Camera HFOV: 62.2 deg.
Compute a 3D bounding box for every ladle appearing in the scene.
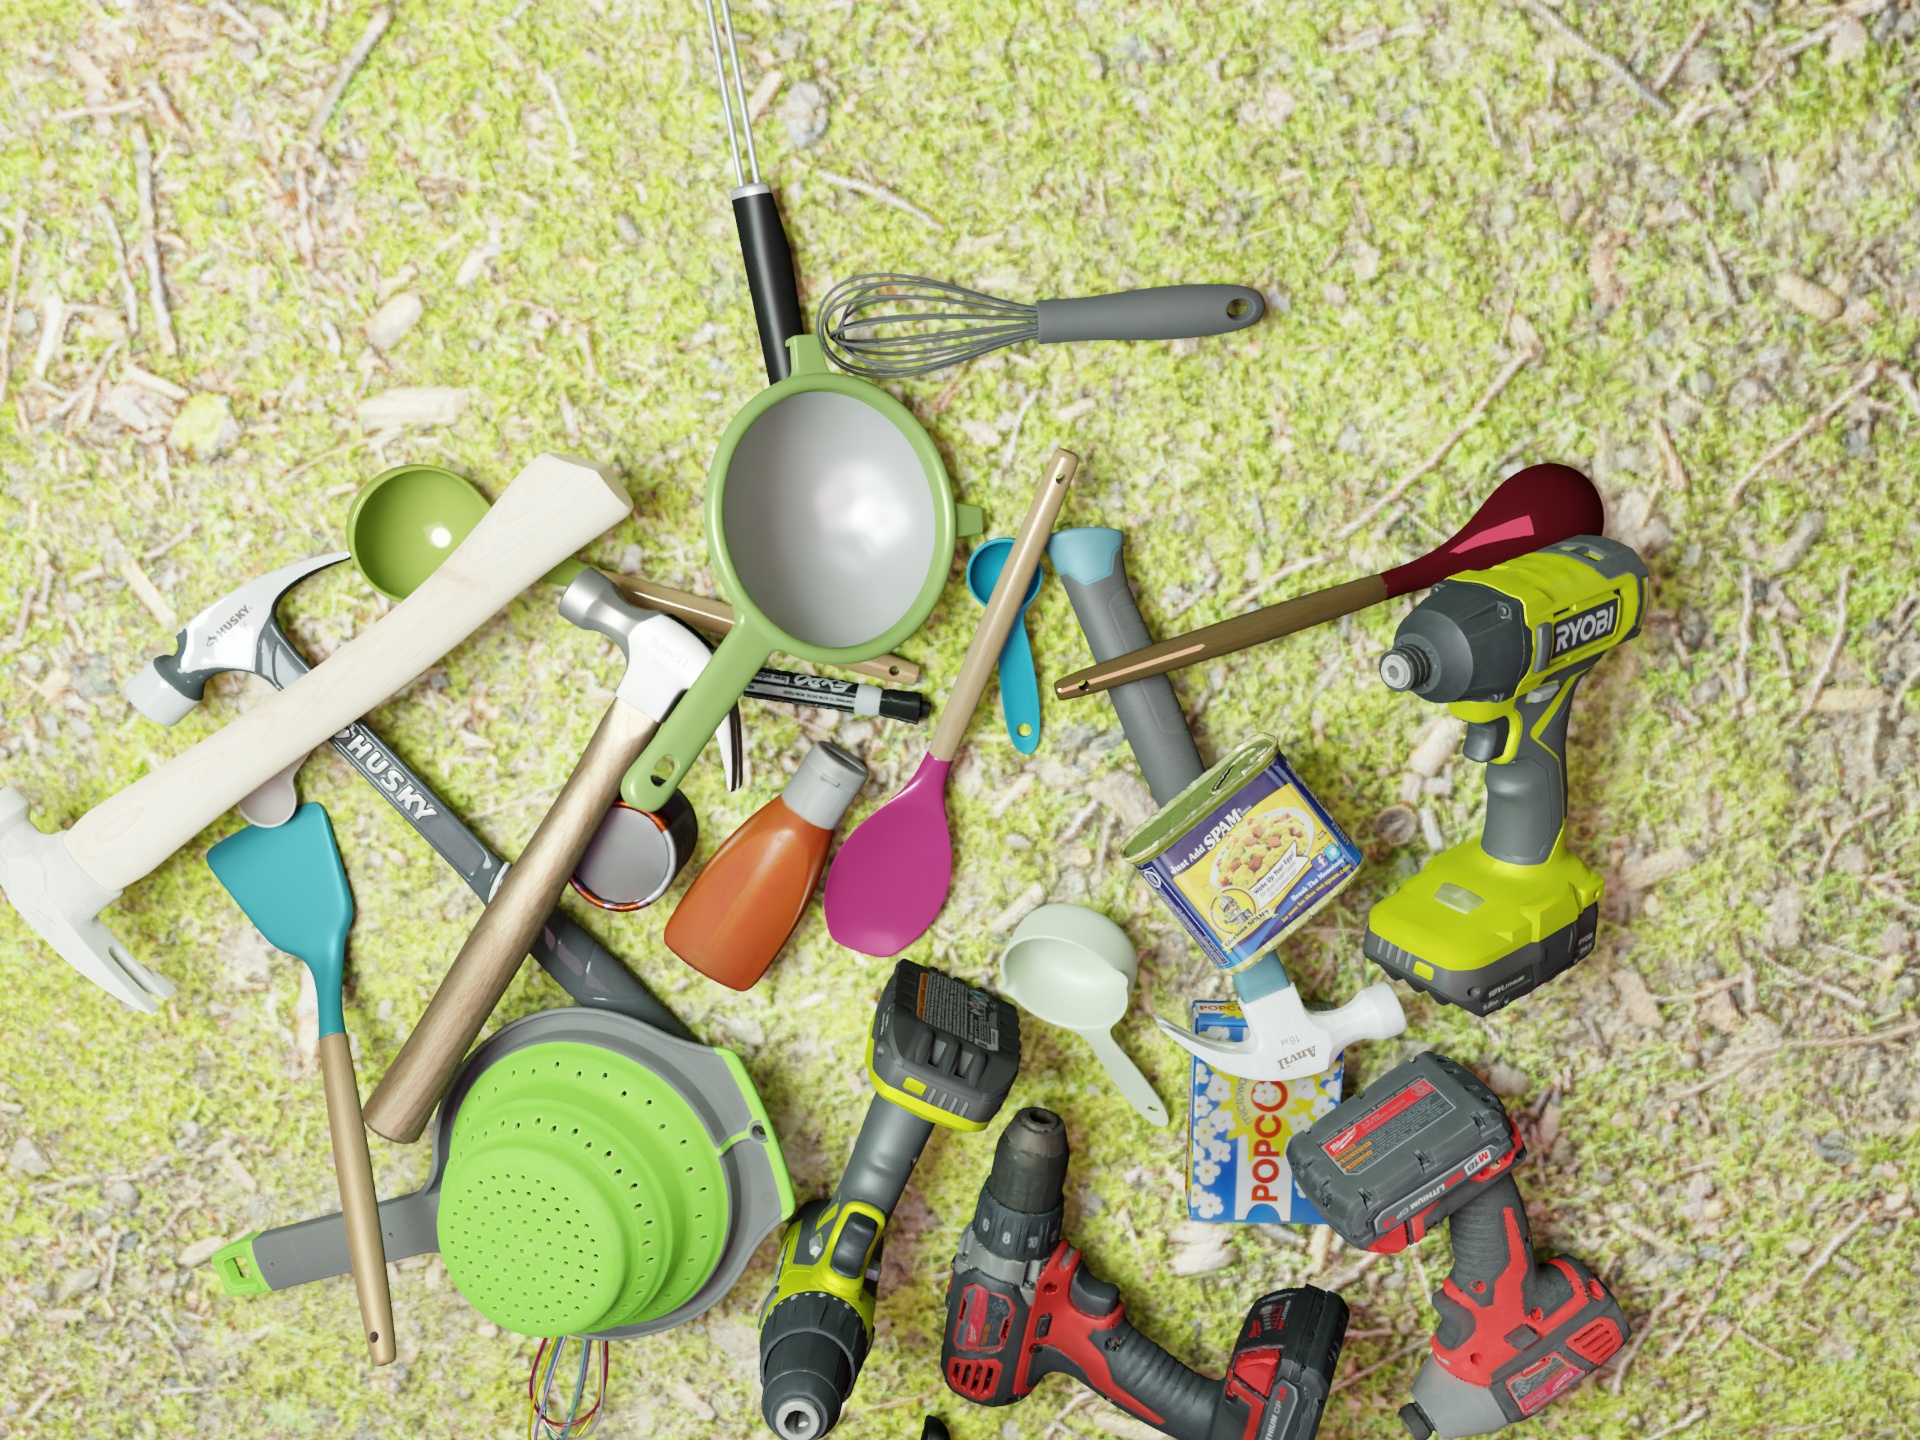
[{"bbox_3d":[-0.177,-0.067,0.878,0.320,0.062,0.078,16,102,-3],"label":"ladle"},{"bbox_3d":[0.200,-0.065,0.849,0.315,0.031,0.069,-18,104,-1],"label":"ladle"}]

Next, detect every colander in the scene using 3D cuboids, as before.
[{"bbox_3d":[-0.295,0.297,0.912,0.397,0.094,0.204,-18,96,17],"label":"colander"}]

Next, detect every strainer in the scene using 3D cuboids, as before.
[{"bbox_3d":[-0.107,-0.062,0.828,0.151,0.069,0.256,43,69,-29],"label":"strainer"}]

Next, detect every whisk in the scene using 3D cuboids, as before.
[{"bbox_3d":[0.042,-0.214,0.842,0.239,0.055,0.055,-4,102,-1],"label":"whisk"},{"bbox_3d":[-0.227,0.342,0.982,0.047,0.051,0.245,10,99,-21],"label":"whisk"}]

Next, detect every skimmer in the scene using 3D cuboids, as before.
[{"bbox_3d":[-0.138,-0.327,0.801,0.127,0.090,0.363,1,108,36],"label":"skimmer"}]

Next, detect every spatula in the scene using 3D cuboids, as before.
[{"bbox_3d":[-0.360,0.204,0.902,0.082,0.044,0.318,-23,67,8],"label":"spatula"}]

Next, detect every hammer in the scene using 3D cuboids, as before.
[{"bbox_3d":[-0.229,0.090,0.863,0.130,0.031,0.331,32,98,1],"label":"hammer"},{"bbox_3d":[-0.276,0.078,0.920,0.149,0.036,0.409,-42,100,1],"label":"hammer"},{"bbox_3d":[0.126,0.044,0.878,0.128,0.033,0.331,-23,93,0],"label":"hammer"},{"bbox_3d":[-0.340,0.000,0.854,0.410,0.038,0.146,-34,104,9],"label":"hammer"}]

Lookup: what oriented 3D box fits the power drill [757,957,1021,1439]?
[{"bbox_3d":[-0.048,0.264,0.879,0.080,0.190,0.228,24,98,-3],"label":"power drill"}]

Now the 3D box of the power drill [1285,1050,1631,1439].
[{"bbox_3d":[0.282,0.312,0.908,0.143,0.079,0.219,-33,110,-4],"label":"power drill"}]

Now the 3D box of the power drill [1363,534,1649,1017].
[{"bbox_3d":[0.272,0.029,0.817,0.171,0.080,0.223,-19,119,-32],"label":"power drill"}]

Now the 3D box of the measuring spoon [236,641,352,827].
[{"bbox_3d":[-0.380,0.007,0.927,0.034,0.018,0.124,32,95,-8],"label":"measuring spoon"}]

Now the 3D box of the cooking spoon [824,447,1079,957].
[{"bbox_3d":[-0.001,-0.003,0.888,0.068,0.017,0.318,20,109,-8],"label":"cooking spoon"}]

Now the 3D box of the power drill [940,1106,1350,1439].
[{"bbox_3d":[0.103,0.337,0.918,0.227,0.080,0.187,16,108,18],"label":"power drill"}]

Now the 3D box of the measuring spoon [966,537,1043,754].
[{"bbox_3d":[0.030,-0.043,0.896,0.042,0.021,0.128,-6,111,5],"label":"measuring spoon"}]

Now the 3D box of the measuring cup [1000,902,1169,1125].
[{"bbox_3d":[0.086,0.171,0.927,0.083,0.038,0.167,-13,123,35],"label":"measuring cup"}]
